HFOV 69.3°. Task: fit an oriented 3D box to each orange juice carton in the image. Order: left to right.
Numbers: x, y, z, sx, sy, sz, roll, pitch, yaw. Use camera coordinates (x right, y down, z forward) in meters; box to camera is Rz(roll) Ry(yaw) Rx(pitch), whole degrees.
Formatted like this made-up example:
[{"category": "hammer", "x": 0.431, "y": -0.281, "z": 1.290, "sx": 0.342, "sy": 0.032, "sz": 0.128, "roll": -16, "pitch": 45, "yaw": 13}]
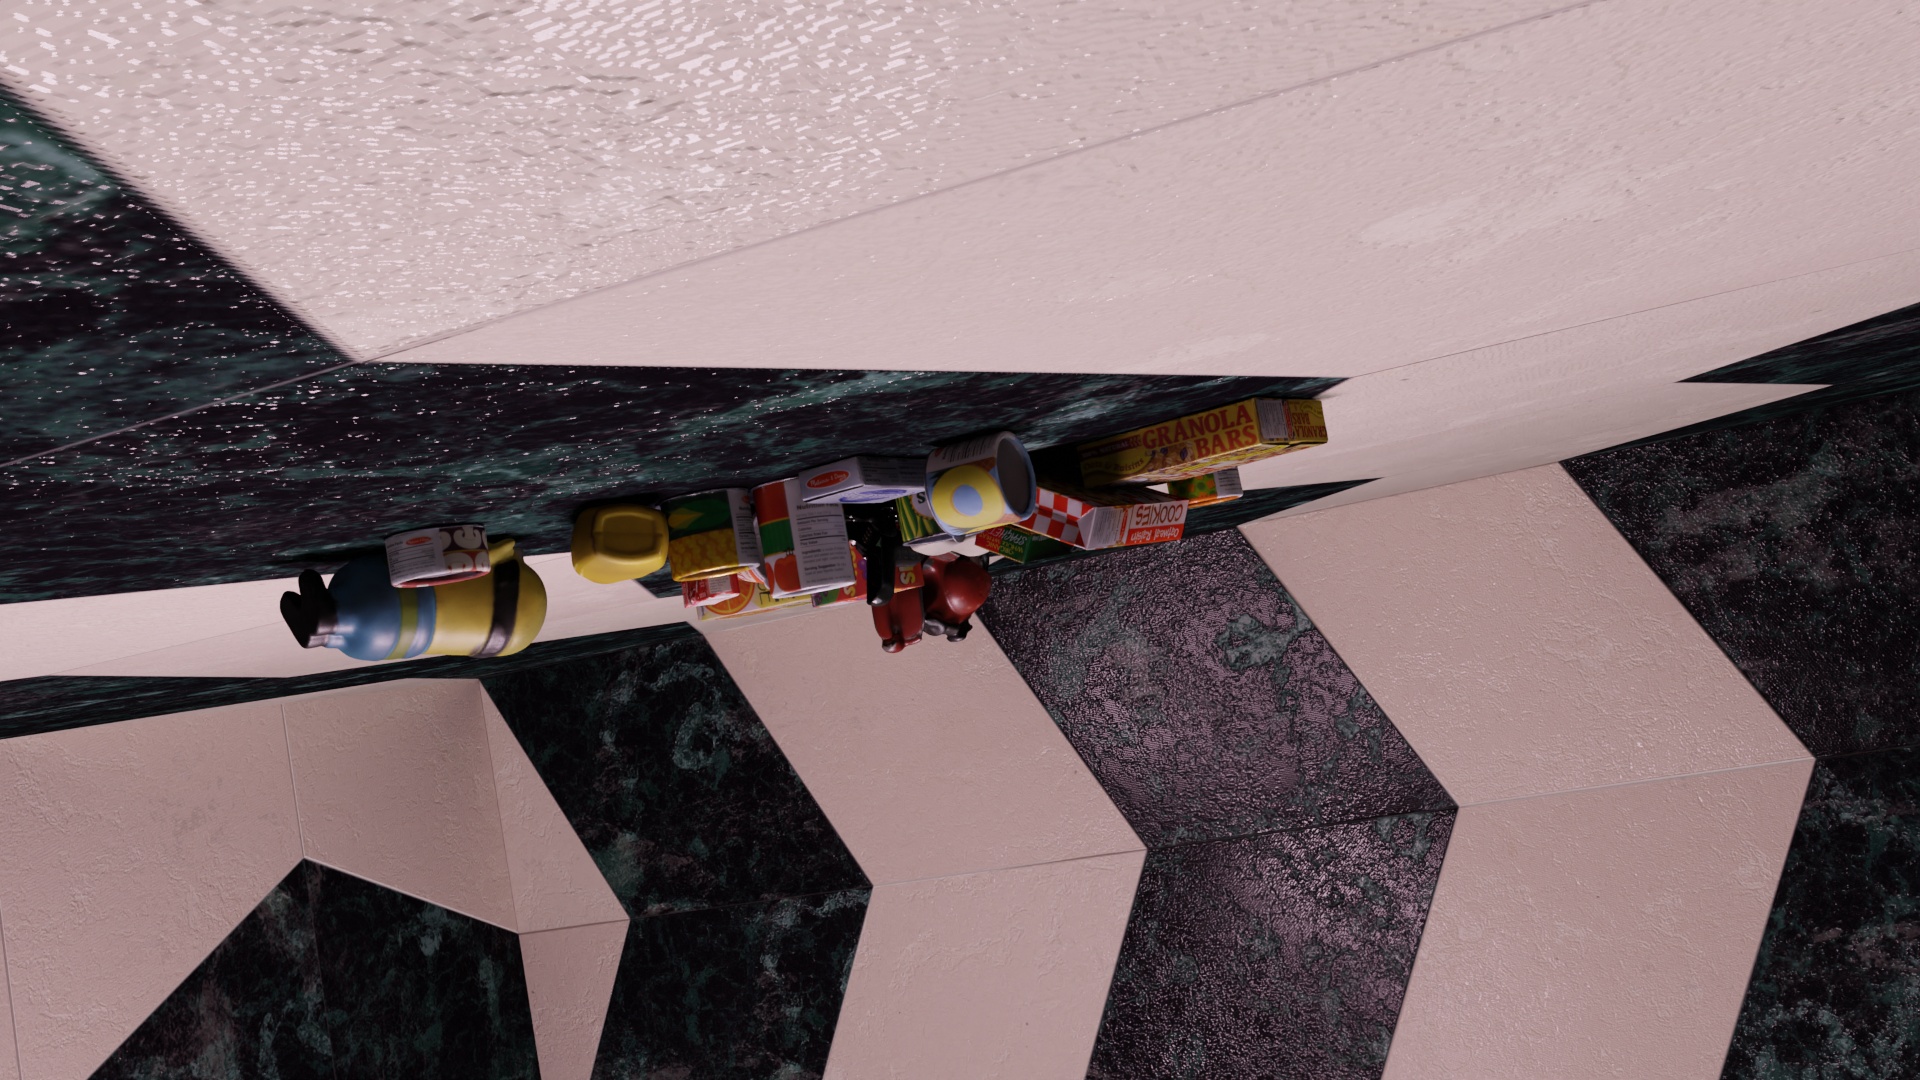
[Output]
[{"category": "orange juice carton", "x": -0.176, "y": 0.031, "z": 1.434, "sx": 0.192, "sy": 0.072, "sz": 0.073, "roll": -12, "pitch": 176, "yaw": 18}]

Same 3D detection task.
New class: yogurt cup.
[{"category": "yogurt cup", "x": -0.170, "y": 0.005, "z": 1.160, "sx": 0.054, "sy": 0.072, "sz": 0.072, "roll": -4, "pitch": -179, "yaw": 40}]

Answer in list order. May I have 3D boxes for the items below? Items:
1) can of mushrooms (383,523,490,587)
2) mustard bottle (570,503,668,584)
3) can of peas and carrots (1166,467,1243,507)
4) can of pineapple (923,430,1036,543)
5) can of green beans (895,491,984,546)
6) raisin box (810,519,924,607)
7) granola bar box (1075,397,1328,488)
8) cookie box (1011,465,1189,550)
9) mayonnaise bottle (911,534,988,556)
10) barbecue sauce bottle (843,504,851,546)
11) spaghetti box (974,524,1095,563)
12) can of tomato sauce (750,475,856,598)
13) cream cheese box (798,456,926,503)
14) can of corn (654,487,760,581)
[{"category": "can of mushrooms", "x": -0.359, "y": 0.011, "z": 0.960, "sx": 0.071, "sy": 0.033, "sz": 0.071, "roll": -11, "pitch": 175, "yaw": -1}, {"category": "mustard bottle", "x": -0.259, "y": 0.005, "z": 1.028, "sx": 0.065, "sy": 0.049, "sz": 0.160, "roll": 3, "pitch": 171, "yaw": -23}, {"category": "can of peas and carrots", "x": 0.216, "y": -0.062, "z": 1.256, "sx": 0.071, "sy": 0.059, "sz": 0.071, "roll": -10, "pitch": 175, "yaw": -1}, {"category": "can of pineapple", "x": 0.015, "y": -0.039, "z": 0.991, "sx": 0.058, "sy": 0.071, "sz": 0.071, "roll": -13, "pitch": 175, "yaw": 27}, {"category": "can of green beans", "x": -0.018, "y": -0.030, "z": 1.101, "sx": 0.071, "sy": 0.058, "sz": 0.071, "roll": -10, "pitch": 176, "yaw": -1}, {"category": "raisin box", "x": -0.092, "y": 0.012, "z": 1.285, "sx": 0.040, "sy": 0.086, "sz": 0.123, "roll": -4, "pitch": 172, "yaw": -43}, {"category": "granola bar box", "x": 0.198, "y": -0.077, "z": 1.137, "sx": 0.165, "sy": 0.039, "sz": 0.124, "roll": -14, "pitch": 175, "yaw": 38}, {"category": "cookie box", "x": 0.103, "y": -0.030, "z": 1.189, "sx": 0.123, "sy": 0.040, "sz": 0.168, "roll": 19, "pitch": -166, "yaw": 33}, {"category": "mayonnaise bottle", "x": 0.004, "y": -0.015, "z": 1.207, "sx": 0.041, "sy": 0.065, "sz": 0.148, "roll": -24, "pitch": 162, "yaw": 29}, {"category": "barbecue sauce bottle", "x": -0.146, "y": -0.001, "z": 1.268, "sx": 0.148, "sy": 0.044, "sz": 0.065, "roll": -14, "pitch": 167, "yaw": 37}, {"category": "spaghetti box", "x": 0.095, "y": -0.010, "z": 1.259, "sx": 0.050, "sy": 0.028, "sz": 0.251, "roll": 21, "pitch": -166, "yaw": 26}, {"category": "can of tomato sauce", "x": -0.118, "y": -0.003, "z": 1.043, "sx": 0.071, "sy": 0.083, "sz": 0.071, "roll": -11, "pitch": 175, "yaw": -1}, {"category": "cream cheese box", "x": -0.066, "y": -0.044, "z": 1.020, "sx": 0.053, "sy": 0.024, "sz": 0.104, "roll": -13, "pitch": 175, "yaw": 29}, {"category": "can of corn", "x": -0.187, "y": -0.004, "z": 1.027, "sx": 0.071, "sy": 0.058, "sz": 0.071, "roll": -11, "pitch": 175, "yaw": -1}]
